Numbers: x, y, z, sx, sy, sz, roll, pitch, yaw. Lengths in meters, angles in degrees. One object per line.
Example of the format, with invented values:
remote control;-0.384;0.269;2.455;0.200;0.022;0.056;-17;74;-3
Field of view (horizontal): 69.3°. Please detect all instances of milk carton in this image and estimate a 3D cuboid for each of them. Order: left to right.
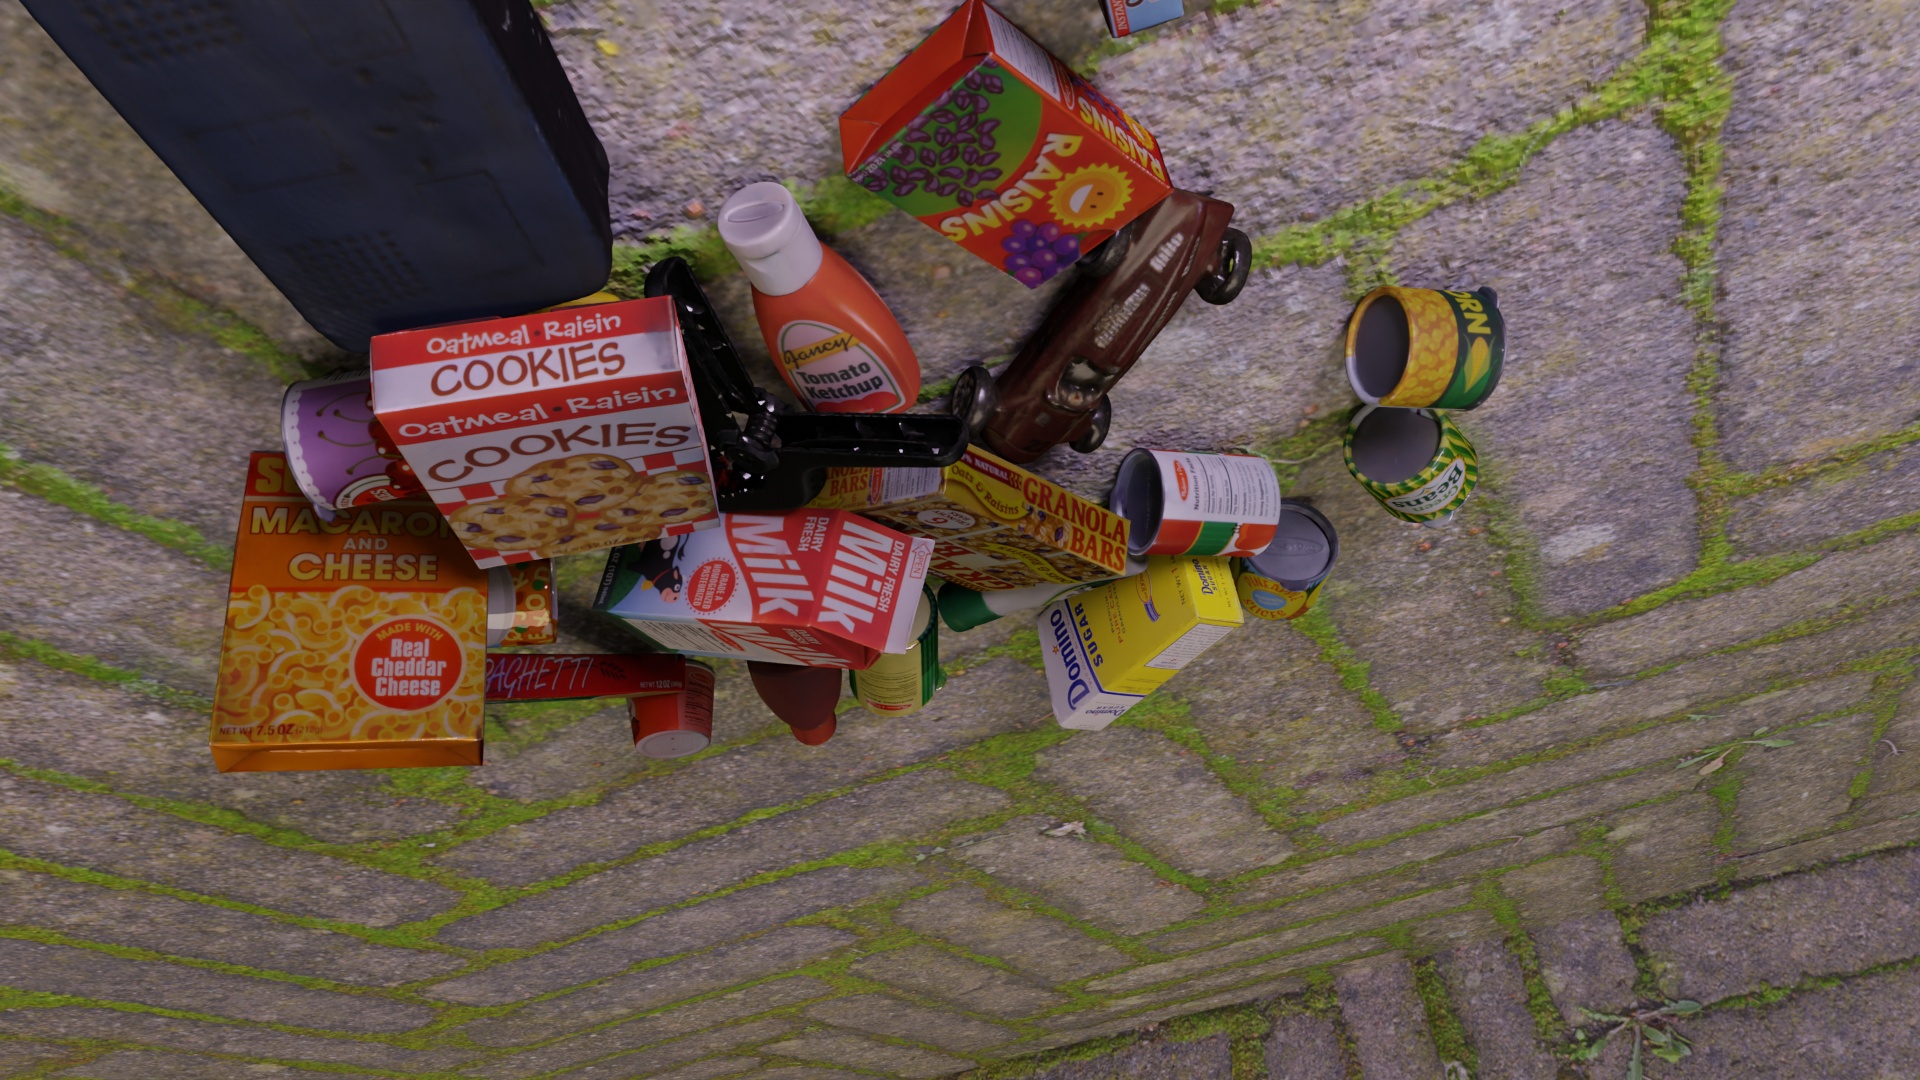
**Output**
milk carton;-0.108;0.026;0.802;0.190;0.072;0.073;3;156;26

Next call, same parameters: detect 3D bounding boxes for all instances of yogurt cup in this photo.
yogurt cup;-0.213;0.126;1.023;0.072;0.054;0.072;-8;150;-5

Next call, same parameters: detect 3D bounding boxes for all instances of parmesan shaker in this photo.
parmesan shaker;-0.045;0.072;0.969;0.071;0.071;0.102;-7;149;-5

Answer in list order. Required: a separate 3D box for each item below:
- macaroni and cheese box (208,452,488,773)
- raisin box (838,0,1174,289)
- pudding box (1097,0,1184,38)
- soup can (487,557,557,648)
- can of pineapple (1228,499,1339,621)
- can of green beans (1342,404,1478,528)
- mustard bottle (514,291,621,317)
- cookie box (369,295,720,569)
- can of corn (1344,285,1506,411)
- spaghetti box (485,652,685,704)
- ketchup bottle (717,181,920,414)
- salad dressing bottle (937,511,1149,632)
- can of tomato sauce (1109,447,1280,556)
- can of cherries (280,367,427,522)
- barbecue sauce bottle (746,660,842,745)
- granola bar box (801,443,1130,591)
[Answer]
macaroni and cheese box;-0.312;0.035;0.725;0.124;0.167;0.040;2;148;-19
raisin box;0.021;-0.168;0.606;0.086;0.040;0.123;-32;144;32
pudding box;0.056;-0.231;0.499;0.030;0.050;0.083;-17;150;8
soup can;-0.285;0.032;0.825;0.084;0.071;0.071;-3;149;-13
can of pineapple;0.219;0.016;0.951;0.071;0.071;0.057;-7;150;-5
can of green beans;0.277;-0.051;0.856;0.071;0.071;0.058;-27;146;26
mustard bottle;-0.191;-0.062;0.713;0.065;0.049;0.159;-3;150;-10
cookie box;-0.181;-0.045;0.636;0.123;0.040;0.166;-10;158;-8
can of corn;0.253;-0.107;0.756;0.058;0.071;0.070;1;148;-17
spaghetti box;-0.275;0.088;0.883;0.050;0.029;0.250;-10;171;28
ketchup bottle;-0.070;-0.111;0.671;0.065;0.044;0.148;-8;151;14
salad dressing bottle;0.053;0.023;0.932;0.147;0.044;0.064;-22;-179;30
can of tomato sauce;0.146;-0.022;0.867;0.083;0.071;0.070;2;148;-21
can of cherries;-0.289;-0.049;0.684;0.058;0.072;0.071;-11;150;-1
barbecue sauce bottle;-0.118;0.111;1.037;0.065;0.044;0.147;-8;151;-3
granola bar box;0.003;-0.010;0.831;0.124;0.039;0.165;-8;158;43
